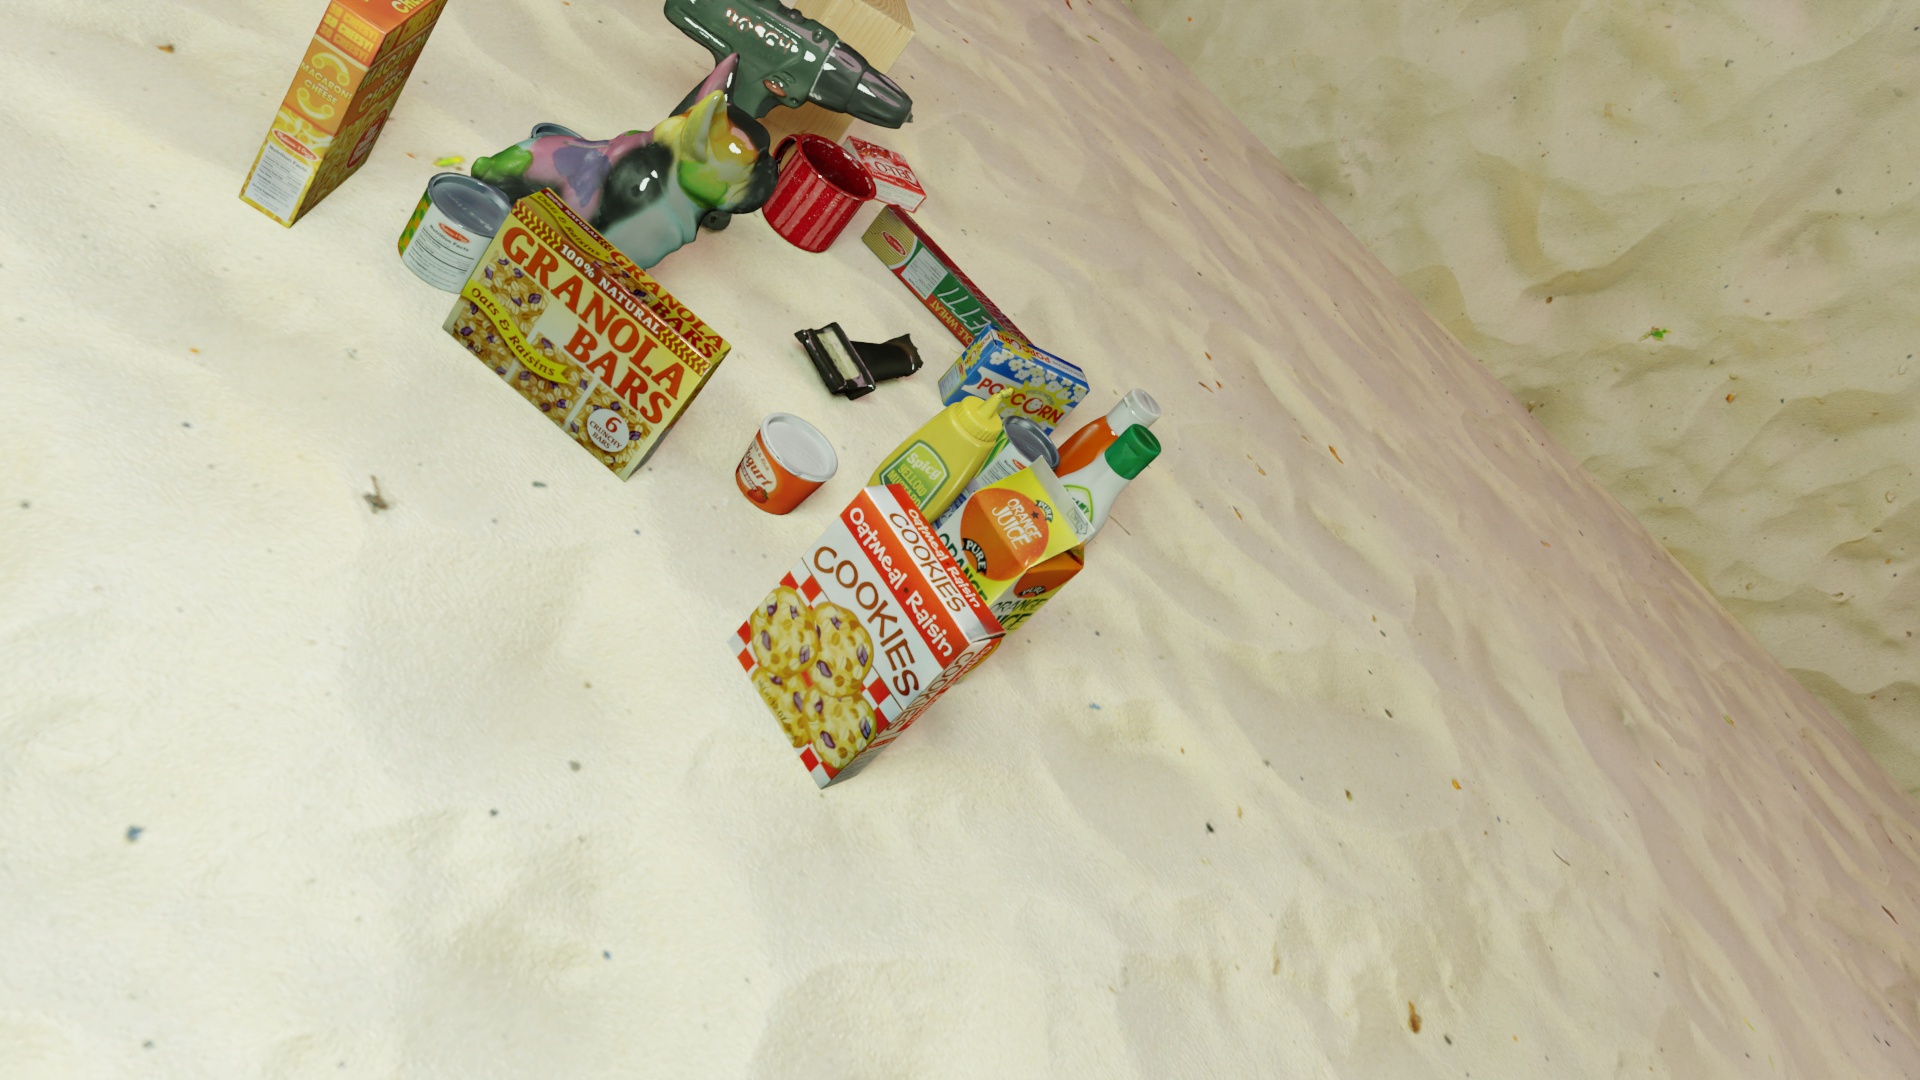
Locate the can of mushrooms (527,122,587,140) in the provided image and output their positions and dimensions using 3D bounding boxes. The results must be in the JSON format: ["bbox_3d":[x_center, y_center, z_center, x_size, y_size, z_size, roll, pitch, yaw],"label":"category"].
[{"bbox_3d":[-0.334,-0.315,1.167,0.071,0.033,0.071,30,33,-22],"label":"can of mushrooms"}]

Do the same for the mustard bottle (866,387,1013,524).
[{"bbox_3d":[-0.012,-0.071,1.122,0.065,0.159,0.049,48,31,7],"label":"mustard bottle"}]

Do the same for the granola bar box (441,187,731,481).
[{"bbox_3d":[-0.257,-0.140,0.957,0.165,0.123,0.039,41,31,-5],"label":"granola bar box"}]

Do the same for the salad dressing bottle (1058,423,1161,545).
[{"bbox_3d":[0.120,-0.045,1.256,0.064,0.147,0.044,49,31,9],"label":"salad dressing bottle"}]

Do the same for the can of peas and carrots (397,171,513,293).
[{"bbox_3d":[-0.360,-0.222,0.999,0.071,0.058,0.071,30,33,-22],"label":"can of peas and carrots"}]

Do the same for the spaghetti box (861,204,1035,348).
[{"bbox_3d":[-0.002,-0.248,1.456,0.250,0.050,0.029,47,31,5],"label":"spaghetti box"}]

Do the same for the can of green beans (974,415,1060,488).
[{"bbox_3d":[0.049,-0.074,1.297,0.071,0.057,0.071,30,33,-22],"label":"can of green beans"}]

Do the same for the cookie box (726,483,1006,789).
[{"bbox_3d":[-0.064,0.062,0.894,0.040,0.166,0.123,-10,59,-54],"label":"cookie box"}]

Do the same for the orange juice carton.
[{"bbox_3d":[0.017,0.026,1.007,0.073,0.192,0.072,-1,53,-50],"label":"orange juice carton"}]

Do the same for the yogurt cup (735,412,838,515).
[{"bbox_3d":[-0.136,-0.057,1.064,0.072,0.053,0.073,30,33,-22],"label":"yogurt cup"}]

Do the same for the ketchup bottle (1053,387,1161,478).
[{"bbox_3d":[0.126,-0.082,1.307,0.043,0.148,0.065,19,38,-35],"label":"ketchup bottle"}]

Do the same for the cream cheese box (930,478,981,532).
[{"bbox_3d":[0.004,-0.015,1.177,0.024,0.053,0.104,-3,54,-51],"label":"cream cheese box"}]

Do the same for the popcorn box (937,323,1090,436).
[{"bbox_3d":[0.053,-0.152,1.369,0.127,0.085,0.038,20,38,-34],"label":"popcorn box"}]

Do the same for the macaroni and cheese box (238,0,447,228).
[{"bbox_3d":[-0.412,-0.305,0.935,0.040,0.165,0.124,33,32,-18],"label":"macaroni and cheese box"}]
